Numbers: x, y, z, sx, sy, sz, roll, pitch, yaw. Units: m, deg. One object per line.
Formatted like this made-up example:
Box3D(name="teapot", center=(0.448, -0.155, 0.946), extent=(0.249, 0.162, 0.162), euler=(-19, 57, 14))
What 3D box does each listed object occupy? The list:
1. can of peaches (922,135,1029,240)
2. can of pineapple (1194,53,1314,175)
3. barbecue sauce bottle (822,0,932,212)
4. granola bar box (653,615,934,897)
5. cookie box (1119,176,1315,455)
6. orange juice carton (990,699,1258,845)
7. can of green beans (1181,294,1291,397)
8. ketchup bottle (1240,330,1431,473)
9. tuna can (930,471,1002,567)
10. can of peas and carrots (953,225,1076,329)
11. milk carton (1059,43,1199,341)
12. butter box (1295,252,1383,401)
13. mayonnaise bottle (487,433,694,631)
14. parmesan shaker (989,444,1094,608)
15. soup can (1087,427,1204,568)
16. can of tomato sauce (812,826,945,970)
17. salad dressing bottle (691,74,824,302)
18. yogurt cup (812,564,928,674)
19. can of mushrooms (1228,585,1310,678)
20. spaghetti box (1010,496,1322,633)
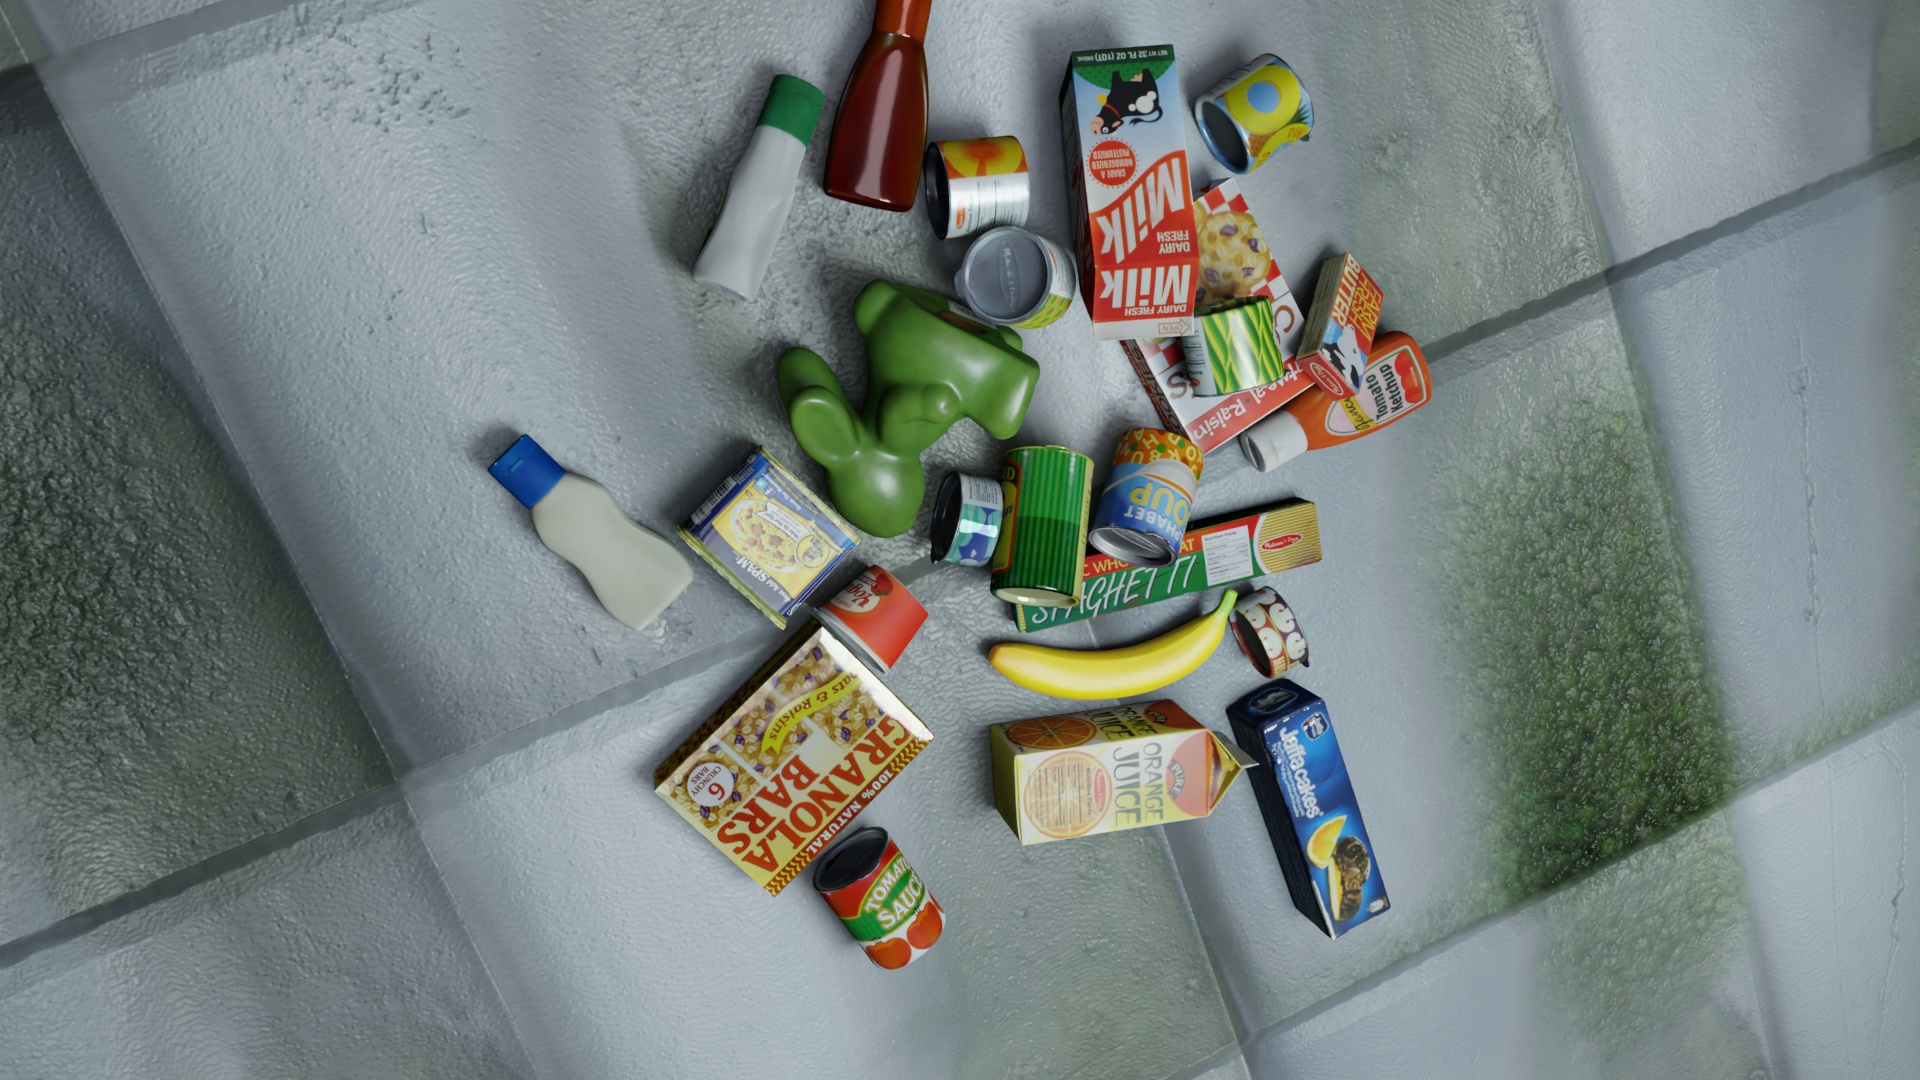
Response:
Box3D(name="can of peaches", center=(0.010, -0.245, 0.955), extent=(0.058, 0.071, 0.071), euler=(-9, 103, -13))
Box3D(name="can of pineapple", center=(0.211, -0.303, 0.995), extent=(0.058, 0.071, 0.071), euler=(-35, 107, -5))
Box3D(name="barbecue sauce bottle", center=(-0.050, -0.301, 0.939), extent=(0.065, 0.044, 0.148), euler=(9, 97, -15))
Box3D(name="granola bar box", center=(-0.120, 0.156, 1.009), extent=(0.165, 0.039, 0.124), euler=(-45, 107, -3))
Box3D(name="cookie box", center=(0.182, -0.163, 1.029), extent=(0.123, 0.040, 0.167), euler=(-33, 106, -7))
Box3D(name="orange juice carton", center=(0.125, 0.172, 1.060), extent=(0.193, 0.072, 0.073), euler=(-6, 102, -13))
Box3D(name="can of green beans", center=(0.191, -0.137, 0.978), extent=(0.071, 0.071, 0.057), euler=(-17, 103, -11))
Box3D(name="ketchup bottle", center=(0.286, -0.102, 1.066), extent=(0.149, 0.043, 0.064), euler=(-29, 113, -7))
Box3D(name="tuna can", center=(0.004, -0.012, 0.997), extent=(0.033, 0.071, 0.071), euler=(11, 98, -17))
Box3D(name="can of peas and carrots", center=(0.039, -0.179, 0.957), extent=(0.071, 0.059, 0.071), euler=(2, 95, 22))
Box3D(name="milk carton", center=(0.115, -0.231, 0.948), extent=(0.072, 0.073, 0.190), euler=(-5, 84, -3))
Box3D(name="butter box", center=(0.283, -0.160, 1.034), extent=(0.053, 0.024, 0.104), euler=(39, 57, -29))
Box3D(name="mayonnaise bottle", center=(-0.253, -0.008, 0.943), extent=(0.065, 0.041, 0.148), euler=(-45, 107, -5))
Box3D(name="parmesan shaker", center=(0.058, -0.009, 0.990), extent=(0.071, 0.071, 0.103), euler=(11, 75, -16))
Box3D(name="soup can", center=(0.138, -0.031, 1.011), extent=(0.071, 0.071, 0.084), euler=(26, 70, -18))
Box3D(name="can of tomato sauce", center=(-0.058, 0.266, 1.030), extent=(0.071, 0.071, 0.083), euler=(-35, 108, -6))
Box3D(name="salad dressing bottle", center=(-0.132, -0.234, 0.923), extent=(0.044, 0.064, 0.147), euler=(21, 86, -1))
Box3D(name="yogurt cup", center=(-0.060, 0.054, 0.994), extent=(0.054, 0.072, 0.072), euler=(-47, 108, -10))
Box3D(name="can of mushrooms", center=(0.239, 0.073, 1.073), extent=(0.033, 0.071, 0.071), euler=(-26, 106, -7))
Box3D(name="spaghetti box", center=(0.156, 0.017, 1.061), extent=(0.250, 0.029, 0.050), euler=(-13, 104, -12))
